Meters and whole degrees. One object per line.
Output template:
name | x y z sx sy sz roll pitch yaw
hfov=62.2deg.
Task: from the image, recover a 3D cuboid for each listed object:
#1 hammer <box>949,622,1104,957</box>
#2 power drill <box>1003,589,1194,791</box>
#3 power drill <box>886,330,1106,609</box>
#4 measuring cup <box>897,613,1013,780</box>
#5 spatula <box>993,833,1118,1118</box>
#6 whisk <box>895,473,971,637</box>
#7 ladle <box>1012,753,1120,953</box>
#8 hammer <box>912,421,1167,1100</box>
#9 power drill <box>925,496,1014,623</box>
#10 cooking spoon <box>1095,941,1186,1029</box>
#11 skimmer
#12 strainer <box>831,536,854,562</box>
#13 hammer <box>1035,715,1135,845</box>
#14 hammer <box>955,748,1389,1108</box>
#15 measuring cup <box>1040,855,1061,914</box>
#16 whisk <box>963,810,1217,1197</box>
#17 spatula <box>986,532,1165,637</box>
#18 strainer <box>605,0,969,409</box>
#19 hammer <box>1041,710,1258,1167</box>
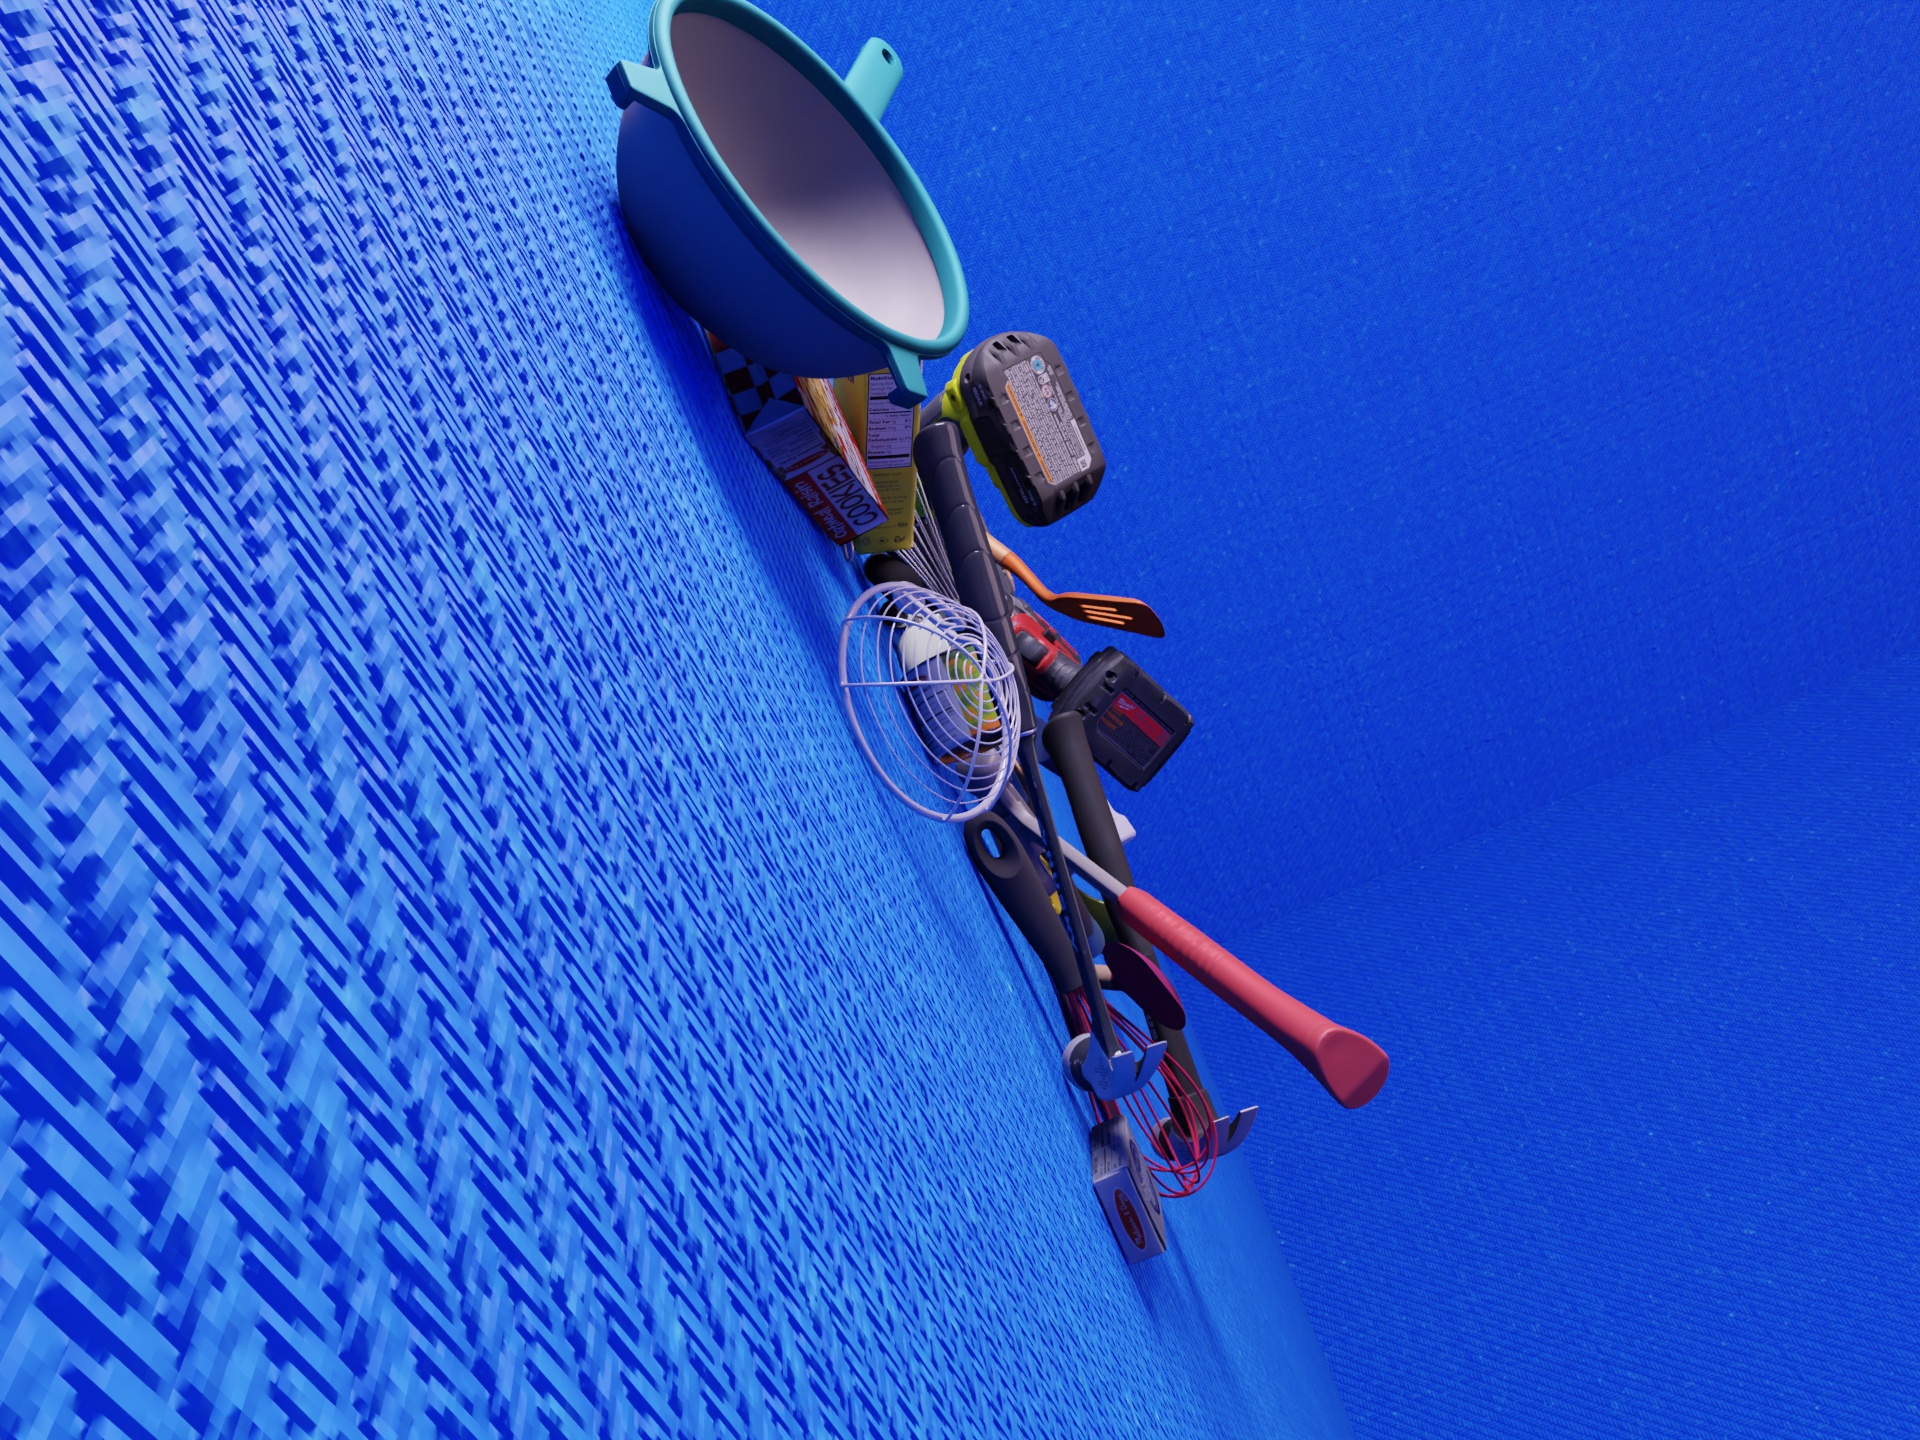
hammer | 0.053 0.076 1.343 0.128 0.033 0.330 -108 172 -57
power drill | 0.071 -0.050 1.324 0.187 0.080 0.227 38 2 -38
power drill | -0.001 -0.186 1.209 0.228 0.080 0.190 -9 -70 53
measuring cup | -0.002 -0.004 1.128 0.167 0.038 0.083 64 5 -45
spatula | 0.058 0.148 1.148 0.059 0.018 0.316 55 13 -67
whisk | -0.014 -0.108 1.189 0.284 0.070 0.070 59 7 -25
ladle | 0.075 0.074 1.475 0.320 0.062 0.078 63 -20 1
hammer | 0.039 0.021 0.930 0.149 0.036 0.409 133 -58 -78
power drill | -0.015 -0.171 1.544 0.226 0.084 0.185 -102 167 -87
cooking spoon | 0.105 0.177 1.096 0.069 0.017 0.319 52 -10 3
skimmer | -0.042 -0.044 0.927 0.127 0.090 0.363 53 -1 -19
strainer | -0.101 -0.214 1.041 0.087 0.050 0.259 -48 -129 50
hammer | 0.094 0.040 1.479 0.144 0.035 0.405 57 5 14
hammer | 0.126 0.132 0.983 0.359 0.037 0.149 35 -15 51
measuring cup | 0.061 0.128 1.231 0.156 0.029 0.062 -71 137 -80
whisk | 0.081 0.183 1.013 0.295 0.073 0.073 60 6 -10
spatula | 0.026 -0.150 1.294 0.323 0.041 0.081 38 -2 24
strainer | -0.091 -0.284 0.839 0.210 0.095 0.341 45 30 -23
hammer | 0.126 0.153 1.143 0.146 0.035 0.335 130 -56 -71
